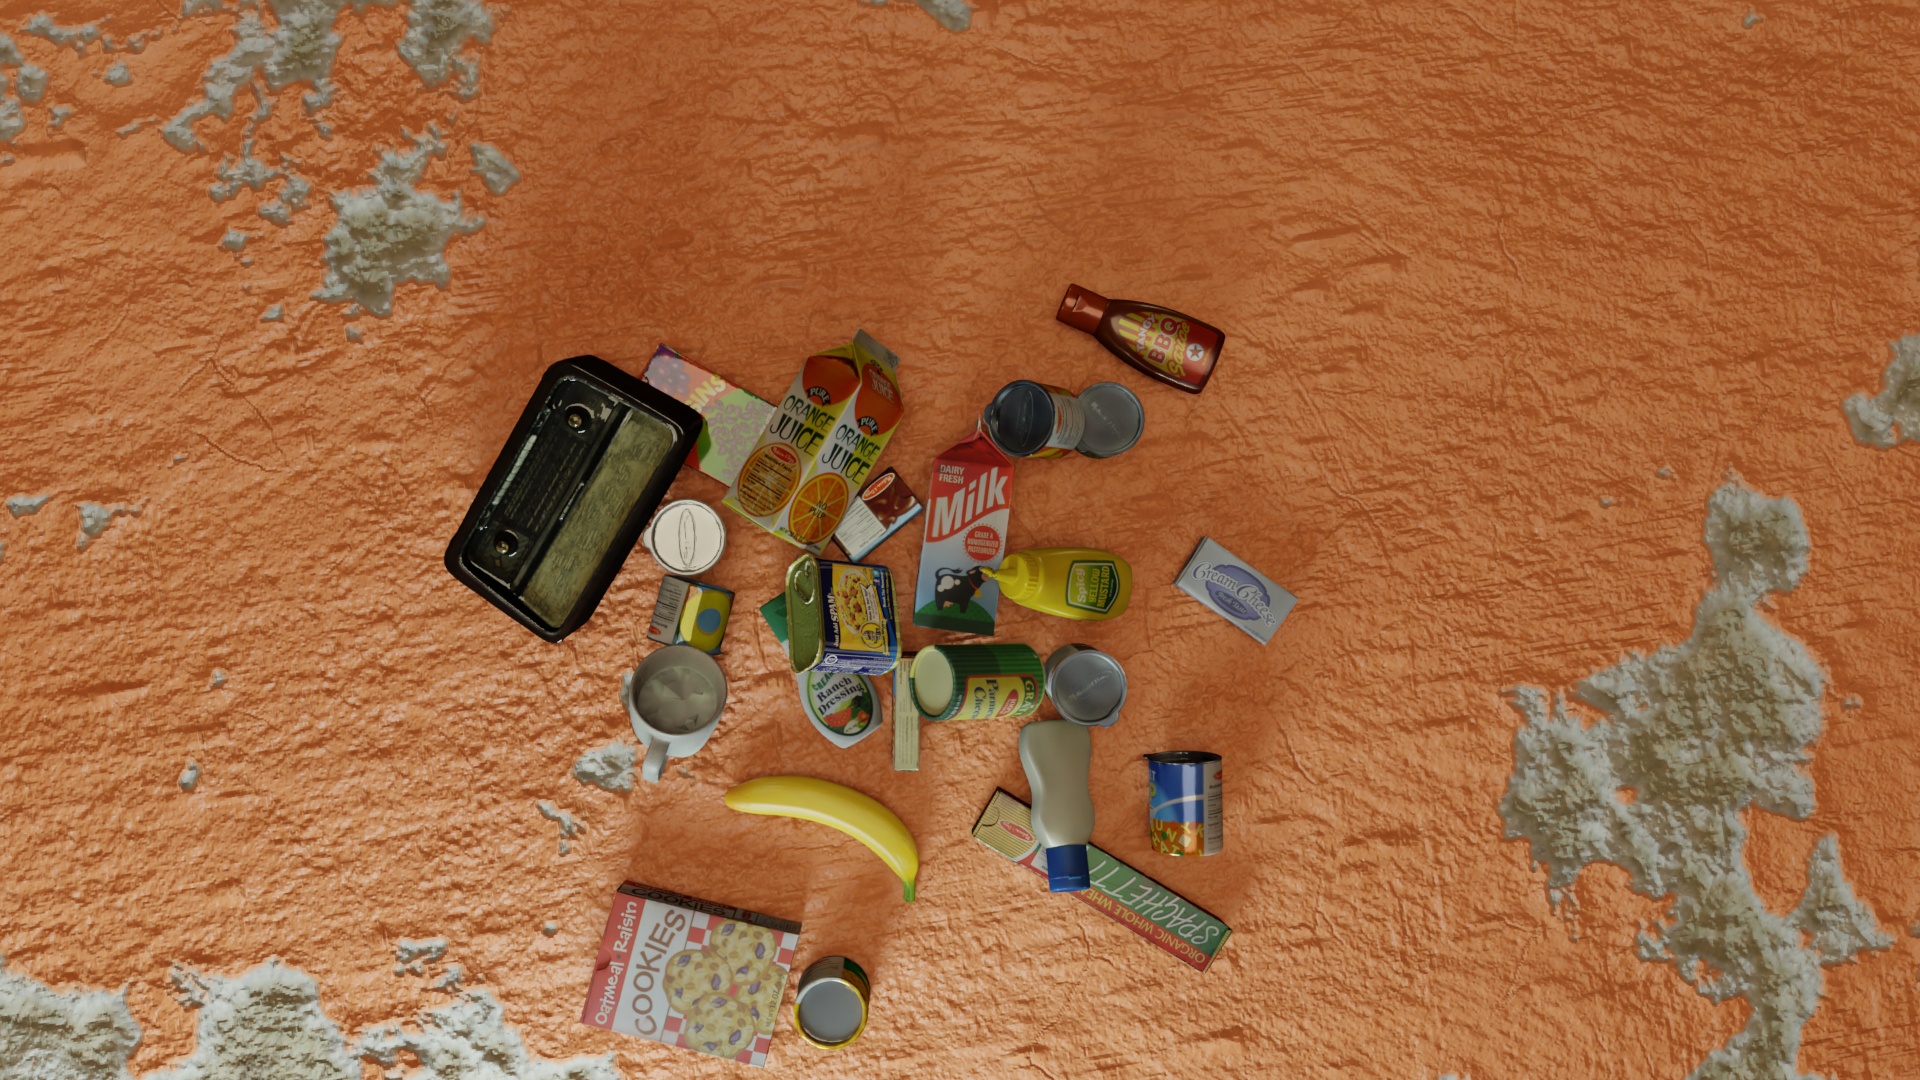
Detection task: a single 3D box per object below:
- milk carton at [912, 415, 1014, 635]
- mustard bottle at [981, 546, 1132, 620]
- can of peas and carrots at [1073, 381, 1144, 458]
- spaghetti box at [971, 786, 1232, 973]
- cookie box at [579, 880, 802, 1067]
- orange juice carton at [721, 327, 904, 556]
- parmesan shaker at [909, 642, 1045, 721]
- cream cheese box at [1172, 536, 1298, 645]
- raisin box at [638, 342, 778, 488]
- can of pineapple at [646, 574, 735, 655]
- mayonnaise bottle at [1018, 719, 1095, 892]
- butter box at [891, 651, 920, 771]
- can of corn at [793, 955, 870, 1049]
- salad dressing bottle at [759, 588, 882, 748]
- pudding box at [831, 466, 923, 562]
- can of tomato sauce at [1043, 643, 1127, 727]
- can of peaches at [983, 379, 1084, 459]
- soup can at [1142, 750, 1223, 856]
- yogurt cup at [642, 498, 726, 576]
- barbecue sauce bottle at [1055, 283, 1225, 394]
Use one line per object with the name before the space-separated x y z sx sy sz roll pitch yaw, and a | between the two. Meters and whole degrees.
milk carton | 0.004 -0.016 1.238 0.073 0.072 0.190 7 89 -2
mustard bottle | 0.082 0.036 1.213 0.160 0.049 0.065 6 90 -40
can of peas and carrots | 0.127 -0.105 1.251 0.071 0.059 0.071 0 90 -2
spaghetti box | 0.128 0.309 1.263 0.250 0.028 0.050 31 88 -2
cookie box | -0.239 0.386 1.238 0.167 0.040 0.123 15 89 -3
orange juice carton | -0.119 -0.091 1.219 0.073 0.071 0.192 29 88 35
parmesan shaker | 0.013 0.126 1.218 0.103 0.071 0.071 2 90 -39
cream cheese box | 0.251 0.046 1.273 0.104 0.024 0.053 34 88 -2
raisin box | -0.234 -0.109 1.243 0.123 0.040 0.086 29 89 -2
can of pineapple | -0.237 0.066 1.230 0.071 0.071 0.058 15 89 -3
mayonnaise bottle | 0.089 0.235 1.234 0.065 0.041 0.148 0 71 -14
butter box | -0.049 0.152 1.244 0.024 0.053 0.103 1 90 -5
can of corn | -0.112 0.413 1.236 0.071 0.058 0.071 0 90 -2
salad dressing bottle | -0.127 0.113 1.244 0.064 0.044 0.147 -33 91 -9
pudding box | -0.079 -0.022 1.255 0.084 0.030 0.049 -40 90 -2
can of tomato sauce | 0.111 0.128 1.236 0.071 0.083 0.071 0 90 -3
can of peaches | 0.065 -0.104 1.205 0.071 0.058 0.071 0 90 32
soup can | 0.200 0.235 1.250 0.071 0.071 0.083 -1 90 -3
yogurt cup | -0.240 -0.003 1.235 0.072 0.054 0.072 0 90 -3
barbecue sauce bottle | 0.161 -0.188 1.261 0.148 0.043 0.065 23 90 -2
